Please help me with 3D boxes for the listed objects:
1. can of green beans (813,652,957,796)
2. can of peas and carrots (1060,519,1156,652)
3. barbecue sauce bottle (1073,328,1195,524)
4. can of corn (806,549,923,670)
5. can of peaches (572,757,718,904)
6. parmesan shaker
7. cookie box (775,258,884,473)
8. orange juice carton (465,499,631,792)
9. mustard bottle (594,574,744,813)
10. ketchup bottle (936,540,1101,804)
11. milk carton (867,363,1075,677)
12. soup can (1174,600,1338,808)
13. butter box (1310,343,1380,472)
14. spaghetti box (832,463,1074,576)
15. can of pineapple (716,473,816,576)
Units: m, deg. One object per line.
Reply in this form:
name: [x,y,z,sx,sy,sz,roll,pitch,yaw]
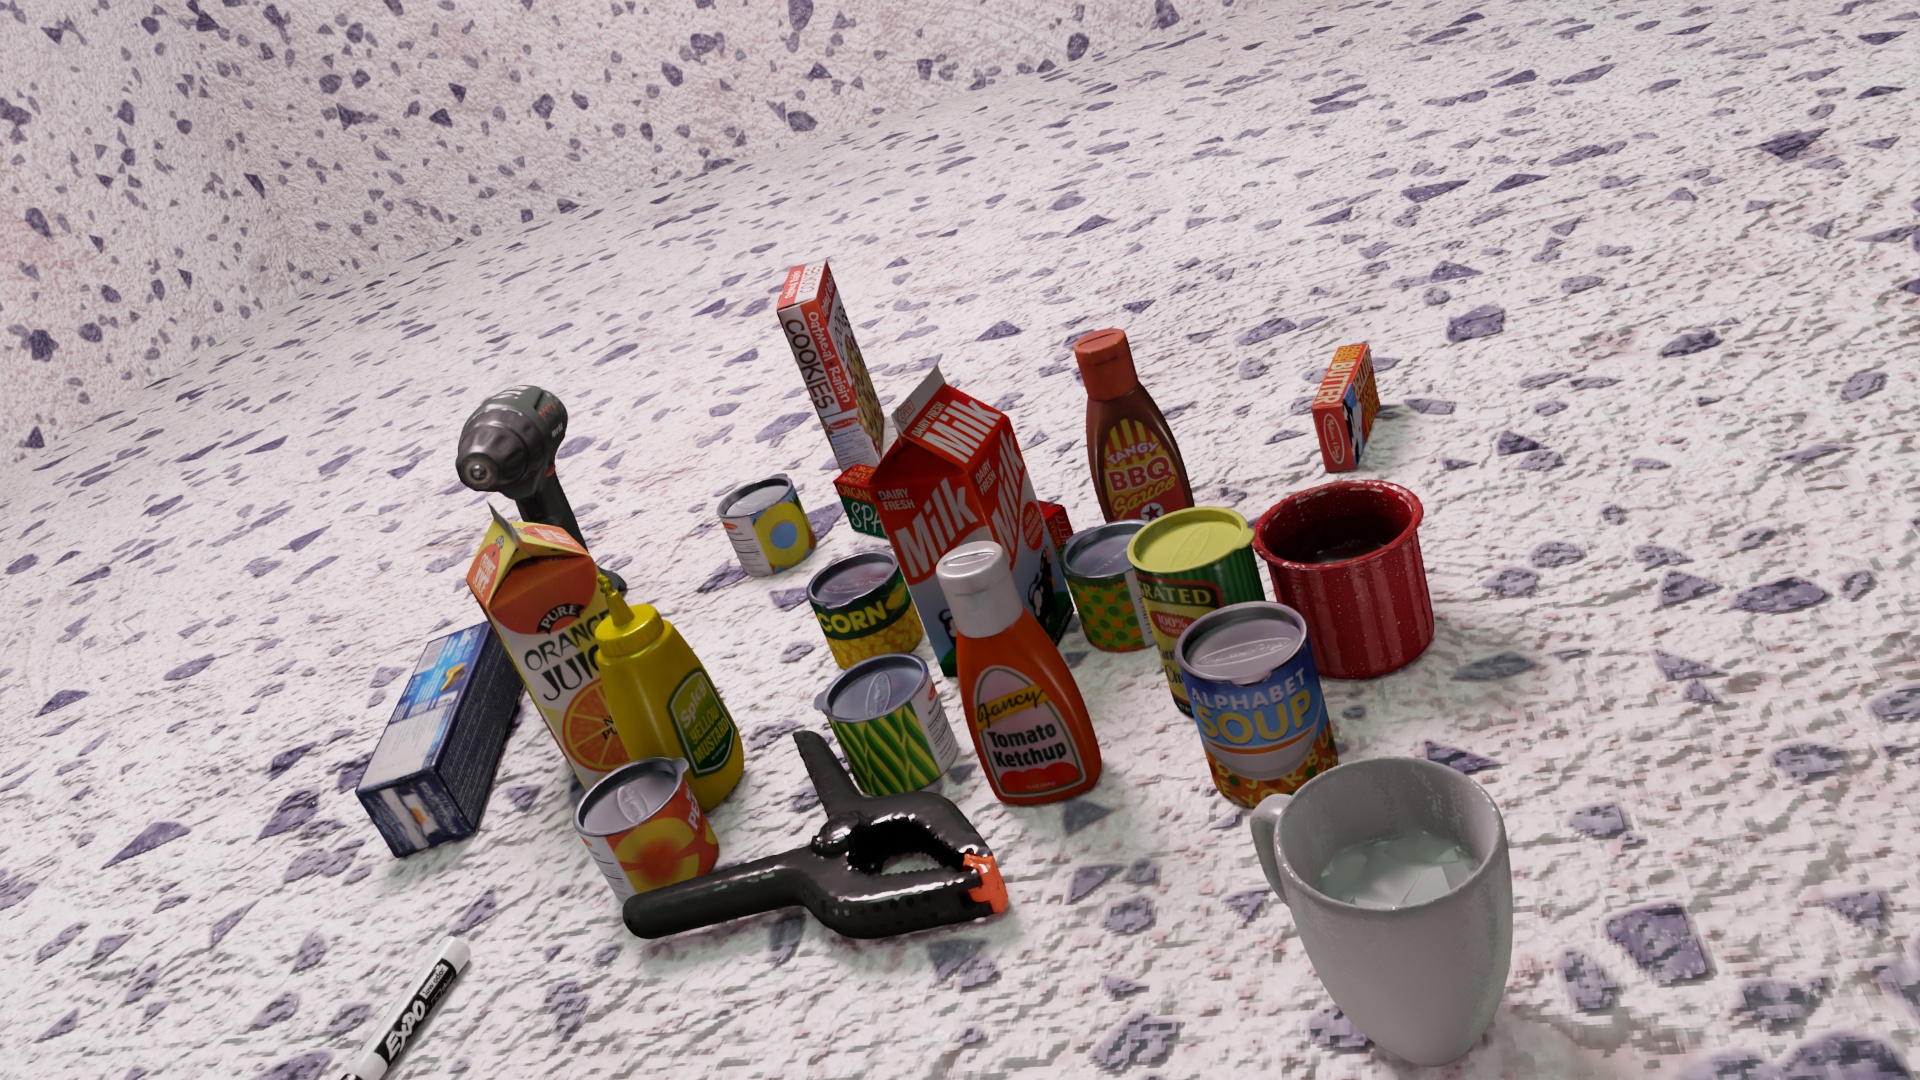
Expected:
can of green beans: [-0.041,0.108,0.818,0.071,0.057,0.071,-16,26,8]
can of peas and carrots: [0.101,0.028,0.873,0.071,0.058,0.071,-16,26,8]
barbecue sauce bottle: [0.115,-0.072,0.954,0.065,0.148,0.044,-17,26,6]
can of corn: [-0.065,0.049,0.948,0.071,0.058,0.071,-16,26,8]
can of peaches: [-0.178,0.167,0.800,0.071,0.057,0.071,-16,26,8]
parmesan shaker: [0.140,0.042,0.769,0.071,0.102,0.071,-16,26,8]
cookie box: [-0.116,-0.158,1.260,0.040,0.166,0.123,-17,26,7]
orange juice carton: [-0.259,0.062,0.906,0.073,0.192,0.072,-30,27,-19]
mustard bottle: [-0.182,0.090,0.836,0.049,0.159,0.066,-5,29,28]
ketchup bottle: [0.027,0.071,0.739,0.064,0.148,0.044,-12,27,16]
milk carton: [0.003,-0.011,0.866,0.073,0.189,0.073,-5,29,28]
soup can: [0.150,0.085,0.700,0.071,0.083,0.072,-16,26,8]
butter box: [0.277,-0.096,0.996,0.024,0.053,0.104,-4,30,30]
spaghetti box: [-0.010,-0.017,1.046,0.029,0.050,0.250,-36,30,-30]
can of pineapple: [-0.156,-0.013,1.132,0.071,0.057,0.071,-16,26,8]
